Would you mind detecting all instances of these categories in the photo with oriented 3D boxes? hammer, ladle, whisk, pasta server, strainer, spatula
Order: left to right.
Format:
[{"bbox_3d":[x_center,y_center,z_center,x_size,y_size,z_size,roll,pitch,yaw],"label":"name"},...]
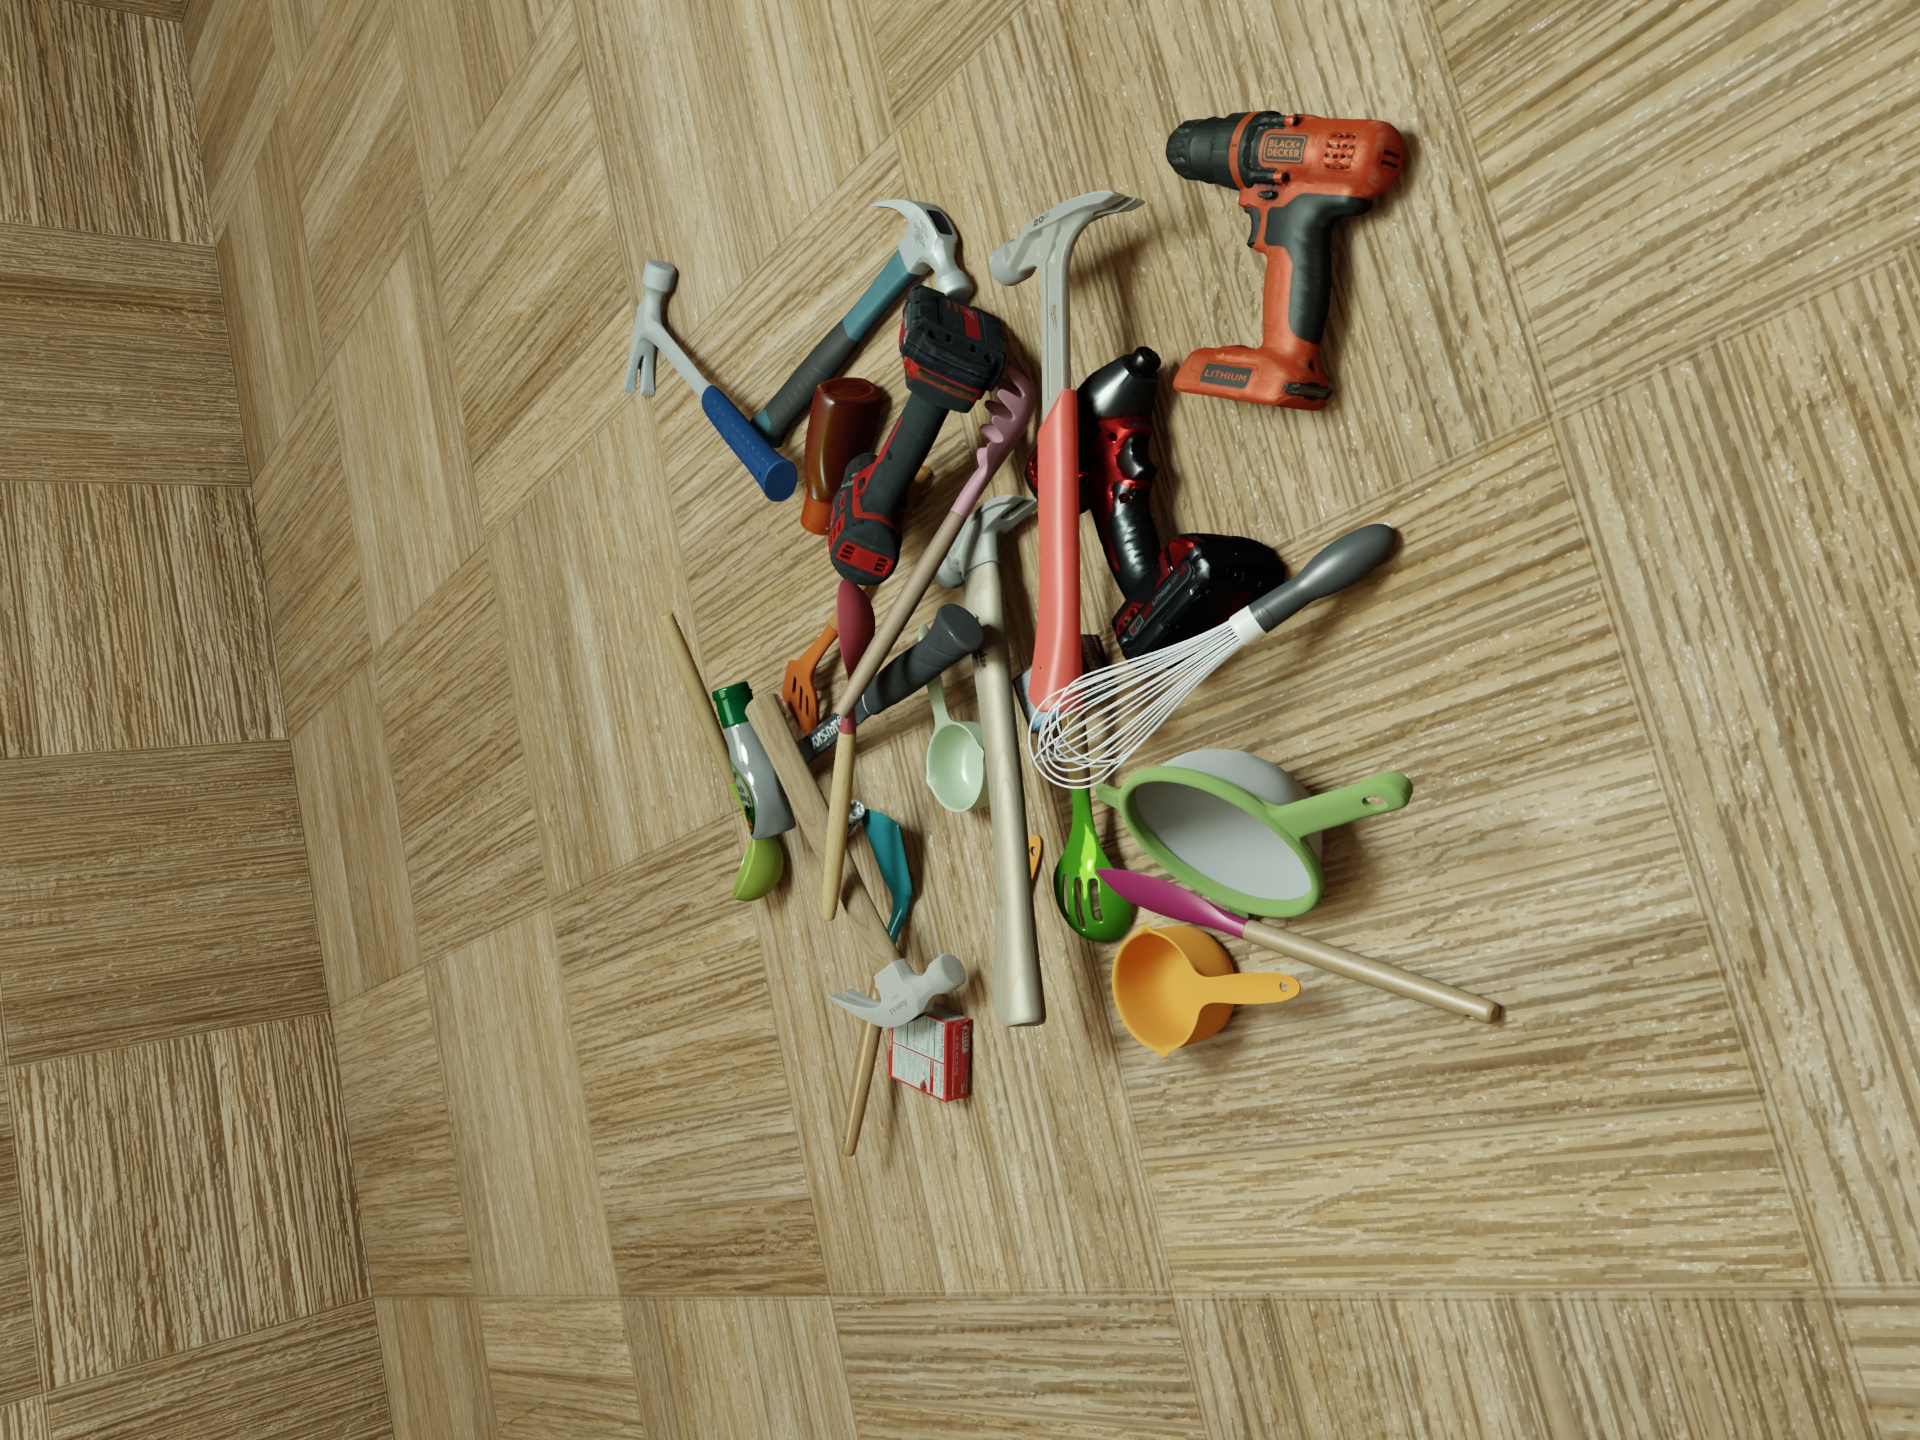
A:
[{"bbox_3d":[-0.257,-0.326,1.606,0.406,0.035,0.144,51,131,45],"label":"hammer"},{"bbox_3d":[-0.241,0.039,1.545,0.078,0.062,0.320,-92,-14,-62],"label":"ladle"},{"bbox_3d":[-0.115,0.122,1.427,0.130,0.031,0.331,-41,68,32],"label":"hammer"},{"bbox_3d":[-0.098,0.033,1.336,0.031,0.069,0.315,11,115,7],"label":"ladle"},{"bbox_3d":[-0.105,-0.348,1.451,0.331,0.033,0.128,-37,66,47],"label":"hammer"},{"bbox_3d":[-0.099,-0.106,1.477,0.081,0.041,0.322,55,128,30],"label":"spatula"},{"bbox_3d":[-0.083,-0.008,1.389,0.409,0.036,0.149,-33,79,58],"label":"hammer"},{"bbox_3d":[-0.084,0.241,1.450,0.082,0.044,0.317,14,94,61],"label":"spatula"},{"bbox_3d":[-0.022,-0.144,1.265,0.316,0.040,0.060,-60,10,-2],"label":"pasta server"},{"bbox_3d":[0.037,0.028,1.237,0.146,0.038,0.411,-33,58,57],"label":"hammer"},{"bbox_3d":[0.075,-0.185,1.133,0.149,0.036,0.359,-5,85,56],"label":"hammer"},{"bbox_3d":[0.165,-0.044,1.057,0.284,0.070,0.070,-34,65,18],"label":"whisk"},{"bbox_3d":[0.210,0.050,1.028,0.151,0.069,0.256,41,153,-11],"label":"strainer"}]

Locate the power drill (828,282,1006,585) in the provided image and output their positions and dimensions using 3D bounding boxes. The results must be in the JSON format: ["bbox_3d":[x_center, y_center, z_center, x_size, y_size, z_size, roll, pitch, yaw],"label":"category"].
[{"bbox_3d":[-0.047,-0.241,1.325,0.188,0.080,0.226,-93,27,-58],"label":"power drill"}]

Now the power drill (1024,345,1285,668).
[{"bbox_3d":[0.133,-0.155,1.142,0.143,0.078,0.220,-53,51,40],"label":"power drill"}]

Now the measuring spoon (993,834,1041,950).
[{"bbox_3d":[0.050,0.147,1.326,0.021,0.011,0.117,36,117,44],"label":"measuring spoon"}]

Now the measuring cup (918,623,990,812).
[{"bbox_3d":[-0.002,-0.004,1.354,0.083,0.038,0.168,-31,68,48],"label":"measuring cup"}]

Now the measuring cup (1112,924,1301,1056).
[{"bbox_3d":[0.185,0.187,1.127,0.173,0.052,0.095,-13,83,49],"label":"measuring cup"}]

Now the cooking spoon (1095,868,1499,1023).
[{"bbox_3d":[0.218,0.151,1.086,0.319,0.068,0.017,15,69,44],"label":"cooking spoon"}]

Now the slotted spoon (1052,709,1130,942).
[{"bbox_3d":[0.087,0.024,1.214,0.070,0.031,0.313,2,103,40],"label":"slotted spoon"}]
